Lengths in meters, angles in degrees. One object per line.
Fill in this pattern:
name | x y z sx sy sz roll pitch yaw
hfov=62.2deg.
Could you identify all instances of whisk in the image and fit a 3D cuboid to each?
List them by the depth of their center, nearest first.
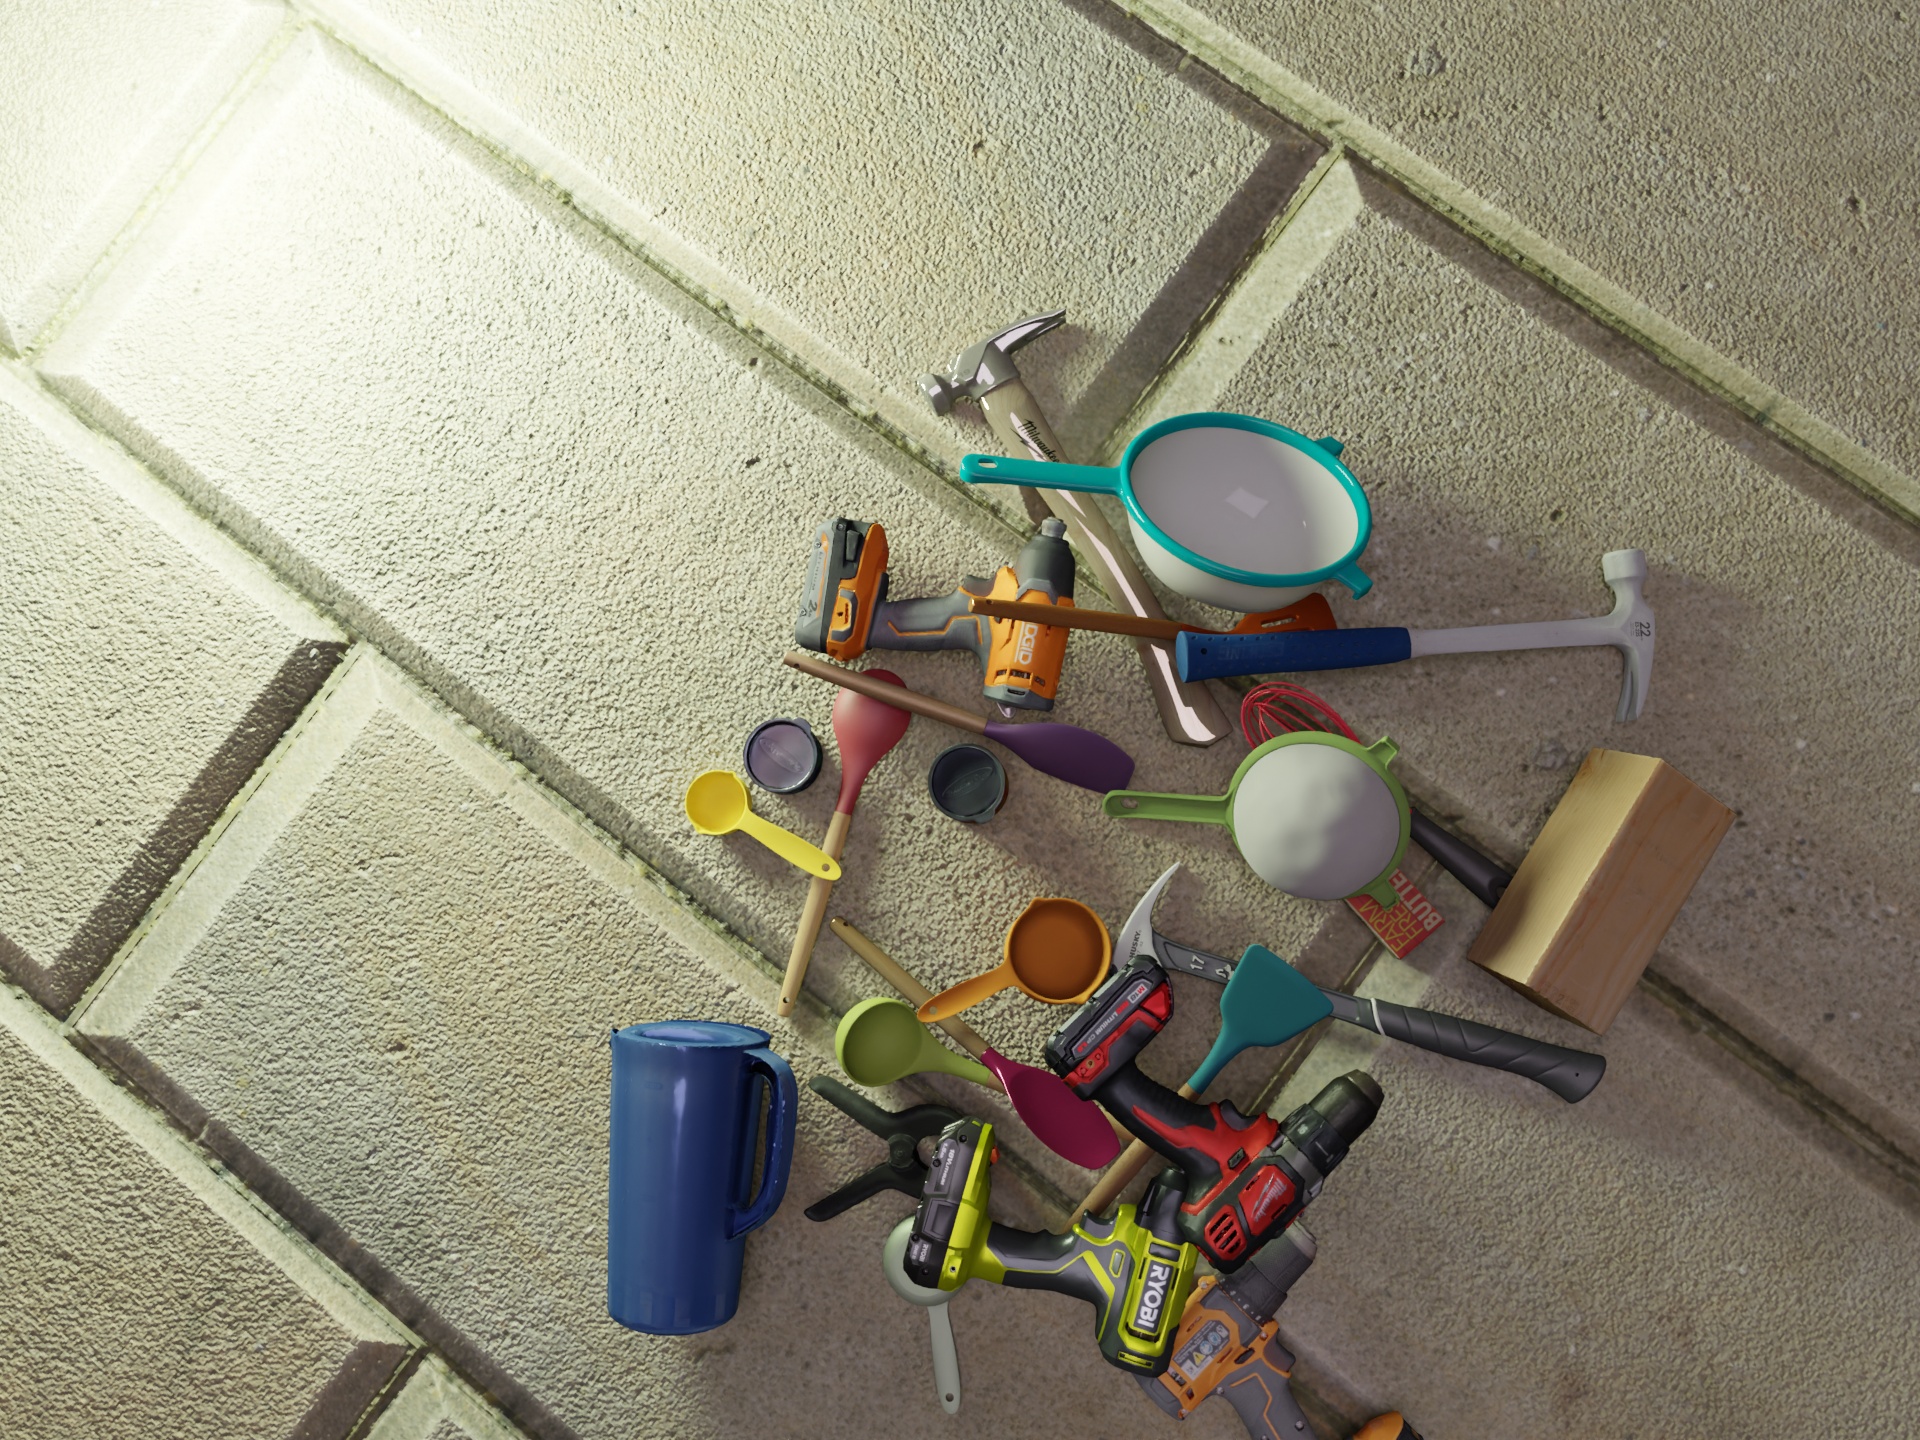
whisk | 0.357 0.070 1.332 0.296 0.073 0.073 38 89 2

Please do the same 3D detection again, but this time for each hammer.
hammer | 0.381 -0.059 1.315 0.405 0.035 0.144 -4 84 -6
hammer | 0.329 0.236 1.326 0.409 0.036 0.149 15 85 7
hammer | 0.126 -0.163 1.389 0.146 0.038 0.411 -31 82 0

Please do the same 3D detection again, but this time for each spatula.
spatula | 0.173 0.322 1.299 0.082 0.044 0.317 39 97 5
spatula | 0.163 -0.083 1.326 0.322 0.041 0.081 6 56 -18
spatula | -0.002 -0.004 1.367 0.316 0.018 0.059 19 126 1

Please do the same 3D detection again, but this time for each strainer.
strainer | 0.233 0.086 1.303 0.256 0.069 0.151 3 112 22
strainer | 0.164 -0.164 1.325 0.340 0.095 0.211 6 48 -4

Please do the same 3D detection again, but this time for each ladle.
ladle | 0.048 0.313 1.335 0.320 0.062 0.078 20 94 5
ladle | -0.111 0.105 1.388 0.069 0.031 0.315 16 87 7

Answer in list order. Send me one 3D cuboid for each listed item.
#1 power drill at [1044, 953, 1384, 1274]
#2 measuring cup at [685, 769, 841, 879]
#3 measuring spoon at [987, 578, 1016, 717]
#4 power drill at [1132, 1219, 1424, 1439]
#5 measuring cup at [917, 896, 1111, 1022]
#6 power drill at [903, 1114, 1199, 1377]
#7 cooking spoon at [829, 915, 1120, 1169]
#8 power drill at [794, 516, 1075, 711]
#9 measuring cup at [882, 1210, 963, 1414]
power drill | 0.195 0.284 1.230 0.188 0.080 0.227 -43 79 -6
measuring cup | -0.169 0.097 1.389 0.156 0.029 0.062 30 88 10
measuring spoon | 0.033 -0.063 1.400 0.034 0.018 0.124 -10 90 12
power drill | 0.276 0.535 1.278 0.226 0.084 0.185 43 89 13
measuring cup | 0.042 0.213 1.334 0.173 0.052 0.095 -24 81 -8
power drill | 0.079 0.405 1.274 0.223 0.080 0.171 16 84 6
cooking spoon | 0.003 0.260 1.314 0.319 0.069 0.017 37 128 27
power drill | -0.014 -0.109 1.361 0.226 0.084 0.164 13 93 9
measuring cup | -0.021 0.497 1.328 0.083 0.038 0.168 -10 81 5
